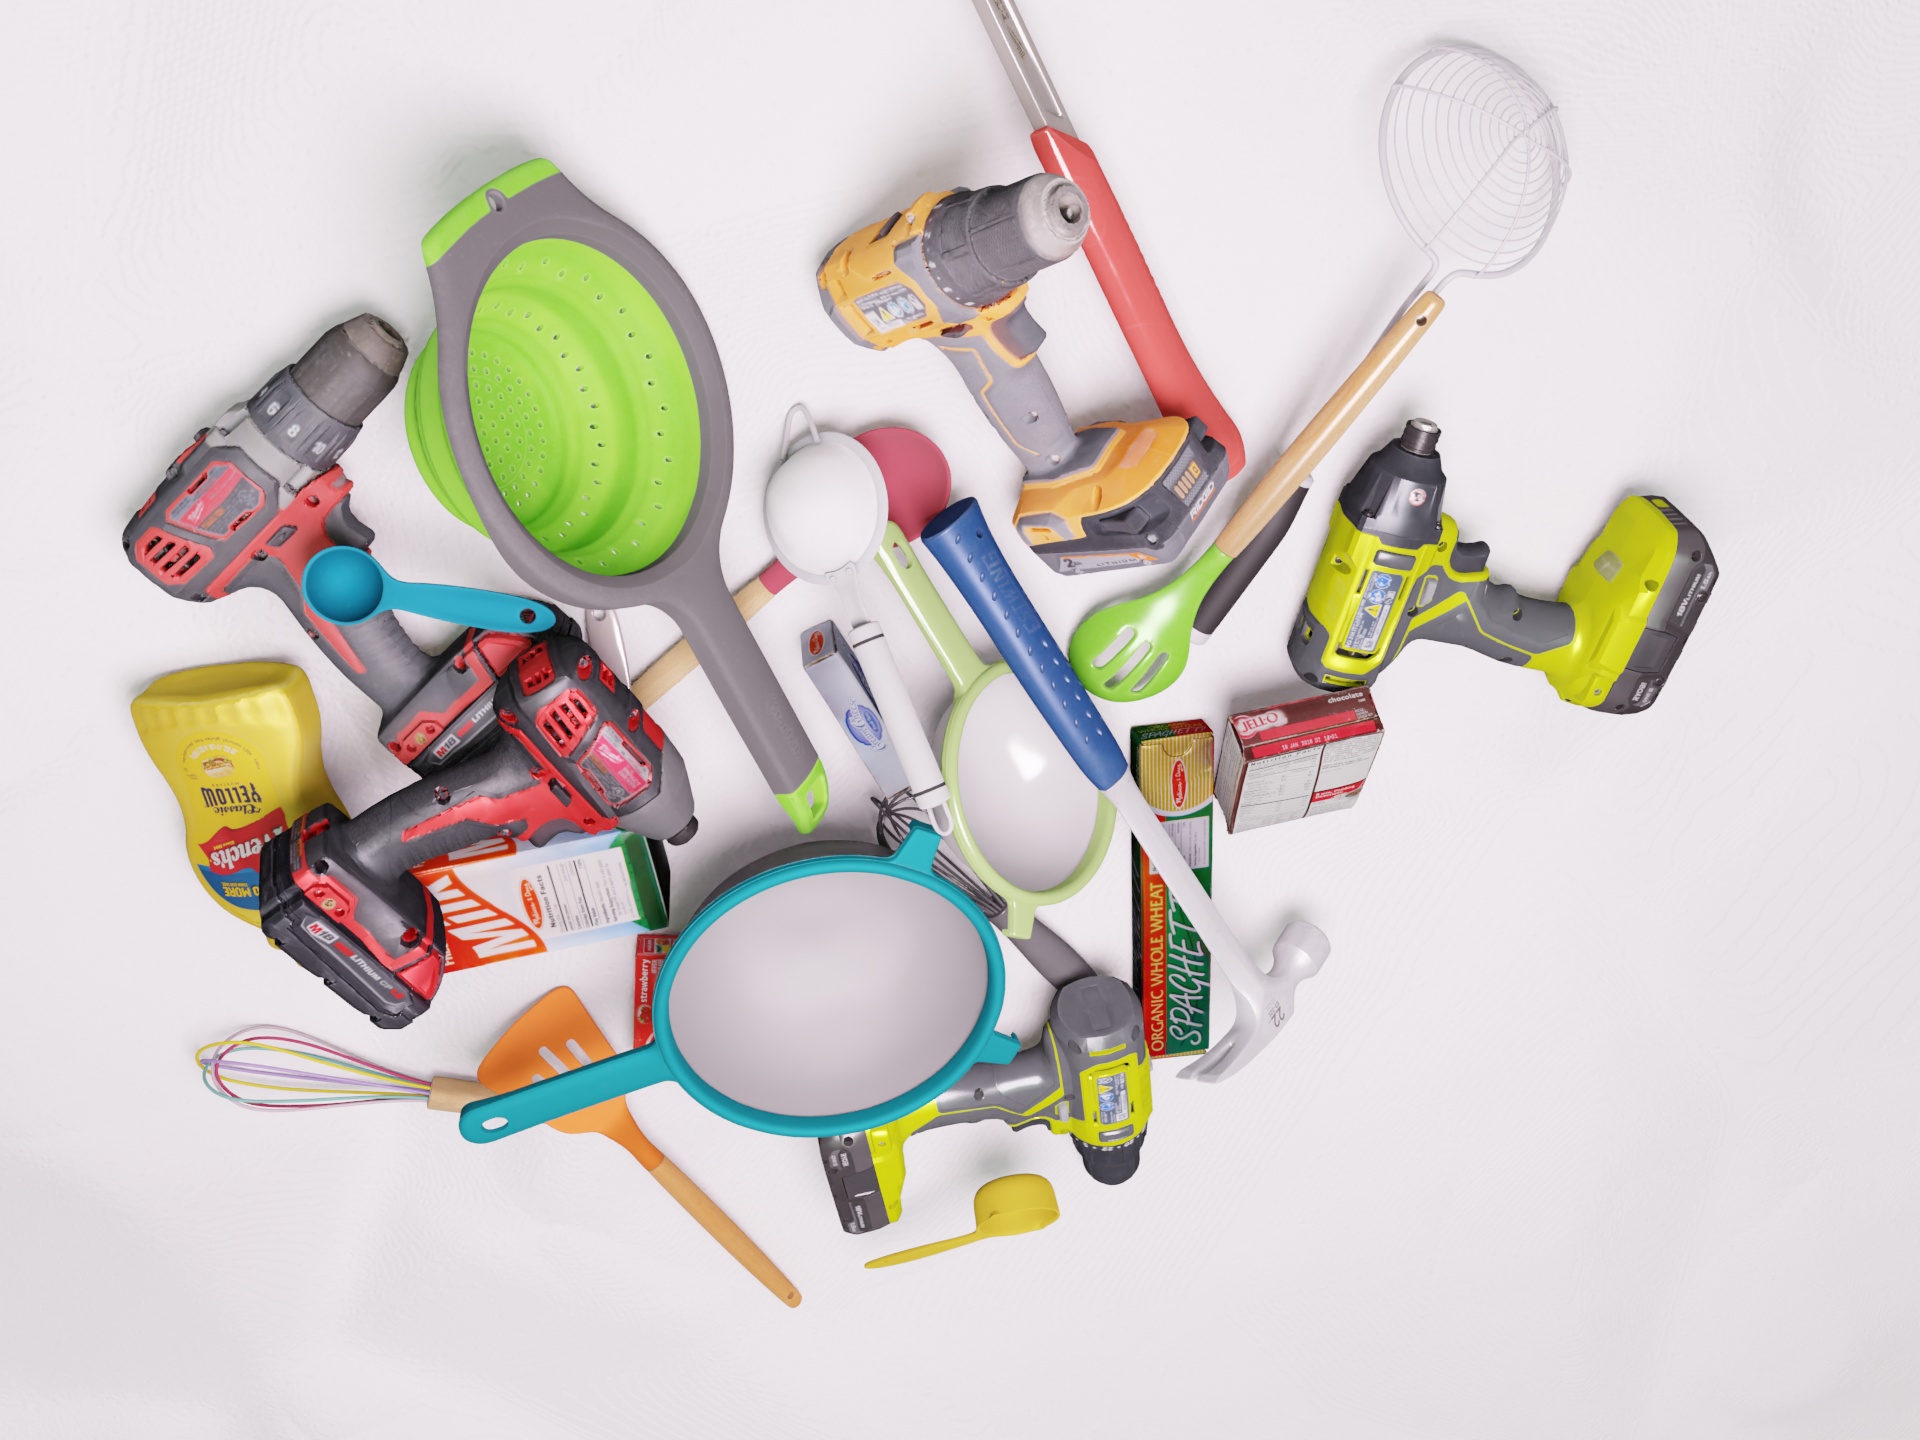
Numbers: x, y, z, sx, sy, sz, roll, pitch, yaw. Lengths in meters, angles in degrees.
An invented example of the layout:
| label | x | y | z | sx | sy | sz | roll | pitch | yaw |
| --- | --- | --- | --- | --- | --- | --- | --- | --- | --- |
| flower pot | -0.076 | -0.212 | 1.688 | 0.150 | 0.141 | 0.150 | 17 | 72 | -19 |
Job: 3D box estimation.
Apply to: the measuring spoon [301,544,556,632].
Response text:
| label | x | y | z | sx | sy | sz | roll | pitch | yaw |
| --- | --- | --- | --- | --- | --- | --- | --- | --- | --- |
| measuring spoon | -0.280 | -0.065 | 0.844 | 0.128 | 0.021 | 0.042 | 9 | 103 | -18 |

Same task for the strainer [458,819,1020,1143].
| label | x | y | z | sx | sy | sz | roll | pitch | yaw |
| --- | --- | --- | --- | --- | --- | --- | --- | --- | --- |
| strainer | -0.144 | 0.170 | 0.979 | 0.340 | 0.095 | 0.210 | -20 | 122 | 0 |

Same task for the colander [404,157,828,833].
| label | x | y | z | sx | sy | sz | roll | pitch | yaw |
| --- | --- | --- | --- | --- | --- | --- | --- | --- | --- |
| colander | -0.187 | -0.093 | 0.866 | 0.094 | 0.205 | 0.396 | -4 | 127 | 31 |

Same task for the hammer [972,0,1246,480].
| label | x | y | z | sx | sy | sz | roll | pitch | yaw |
| --- | --- | --- | --- | --- | --- | --- | --- | --- | --- |
| hammer | 0.065 | -0.268 | 0.837 | 0.037 | 0.149 | 0.358 | -8 | 129 | 35 |

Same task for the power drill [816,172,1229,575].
| label | x | y | z | sx | sy | sz | roll | pitch | yaw |
| --- | --- | --- | --- | --- | --- | --- | --- | --- | --- |
| power drill | 0.047 | -0.183 | 0.835 | 0.226 | 0.185 | 0.084 | 46 | 65 | -26 |

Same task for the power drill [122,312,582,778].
| label | x | y | z | sx | sy | sz | roll | pitch | yaw |
| --- | --- | --- | --- | --- | --- | --- | --- | --- | --- |
| power drill | -0.313 | -0.091 | 0.876 | 0.188 | 0.080 | 0.226 | -42 | 111 | 10 |

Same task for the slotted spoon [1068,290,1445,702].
| label | x | y | z | sx | sy | sz | roll | pitch | yaw |
| --- | --- | --- | --- | --- | --- | --- | --- | --- | --- |
| slotted spoon | 0.168 | -0.120 | 0.923 | 0.070 | 0.031 | 0.313 | 32 | 119 | -13 |

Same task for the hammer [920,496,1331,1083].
| label | x | y | z | sx | sy | sz | roll | pitch | yaw |
| --- | --- | --- | --- | --- | --- | --- | --- | --- | --- |
| hammer | 0.095 | 0.046 | 0.962 | 0.144 | 0.035 | 0.405 | -48 | 114 | -32 |

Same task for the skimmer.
| label | x | y | z | sx | sy | sz | roll | pitch | yaw |
| --- | --- | --- | --- | --- | --- | --- | --- | --- | --- |
| skimmer | 0.222 | -0.207 | 0.932 | 0.127 | 0.090 | 0.363 | 18 | 121 | -23 |

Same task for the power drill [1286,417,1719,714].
| label | x | y | z | sx | sy | sz | roll | pitch | yaw |
| --- | --- | --- | --- | --- | --- | --- | --- | --- | --- |
| power drill | 0.330 | -0.088 | 0.970 | 0.223 | 0.080 | 0.171 | 8 | 121 | -10 |

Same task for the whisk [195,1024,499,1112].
| label | x | y | z | sx | sy | sz | roll | pitch | yaw |
| --- | --- | --- | --- | --- | --- | --- | --- | --- | --- |
| whisk | -0.367 | 0.238 | 1.035 | 0.245 | 0.051 | 0.047 | 13 | 106 | -18 |

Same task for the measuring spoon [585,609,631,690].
| label | x | y | z | sx | sy | sz | roll | pitch | yaw |
| --- | --- | --- | --- | --- | --- | --- | --- | --- | --- |
| measuring spoon | -0.206 | -0.016 | 0.940 | 0.034 | 0.018 | 0.124 | -7 | 100 | 10 |

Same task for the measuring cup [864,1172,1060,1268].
| label | x | y | z | sx | sy | sz | roll | pitch | yaw |
| --- | --- | --- | --- | --- | --- | --- | --- | --- | --- |
| measuring cup | -0.004 | 0.342 | 1.082 | 0.156 | 0.029 | 0.062 | -26 | 145 | 25 |

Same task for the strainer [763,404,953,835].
| label | x | y | z | sx | sy | sz | roll | pitch | yaw |
| --- | --- | --- | --- | --- | --- | --- | --- | --- | --- |
| strainer | -0.056 | -0.056 | 0.887 | 0.087 | 0.050 | 0.258 | -22 | 90 | 31 |

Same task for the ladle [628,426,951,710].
| label | x | y | z | sx | sy | sz | roll | pitch | yaw |
| --- | --- | --- | --- | --- | --- | --- | --- | --- | --- |
| ladle | -0.133 | -0.062 | 0.943 | 0.315 | 0.031 | 0.069 | -39 | 104 | 11 |

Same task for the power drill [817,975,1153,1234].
| label | x | y | z | sx | sy | sz | roll | pitch | yaw |
| --- | --- | --- | --- | --- | --- | --- | --- | --- | --- |
| power drill | 0.021 | 0.274 | 1.087 | 0.228 | 0.080 | 0.190 | -13 | 131 | -4 |

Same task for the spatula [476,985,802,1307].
| label | x | y | z | sx | sy | sz | roll | pitch | yaw |
| --- | --- | --- | --- | --- | --- | --- | --- | --- | --- |
| spatula | -0.202 | 0.314 | 1.098 | 0.081 | 0.041 | 0.322 | -47 | 125 | -21 |

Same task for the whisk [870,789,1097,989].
| label | x | y | z | sx | sy | sz | roll | pitch | yaw |
| --- | --- | --- | --- | --- | --- | --- | --- | --- | --- |
| whisk | 0.023 | 0.121 | 1.044 | 0.055 | 0.055 | 0.238 | -39 | 119 | 9 |

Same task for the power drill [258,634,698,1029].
| label | x | y | z | sx | sy | sz | roll | pitch | yaw |
| --- | --- | --- | --- | --- | --- | --- | --- | --- | --- |
| power drill | -0.256 | 0.063 | 0.870 | 0.219 | 0.079 | 0.143 | -35 | 127 | 1 |

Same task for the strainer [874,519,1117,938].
| label | x | y | z | sx | sy | sz | roll | pitch | yaw |
| --- | --- | --- | --- | --- | --- | --- | --- | --- | --- |
| strainer | -0.002 | -0.003 | 0.956 | 0.069 | 0.151 | 0.256 | -12 | 116 | 45 |
